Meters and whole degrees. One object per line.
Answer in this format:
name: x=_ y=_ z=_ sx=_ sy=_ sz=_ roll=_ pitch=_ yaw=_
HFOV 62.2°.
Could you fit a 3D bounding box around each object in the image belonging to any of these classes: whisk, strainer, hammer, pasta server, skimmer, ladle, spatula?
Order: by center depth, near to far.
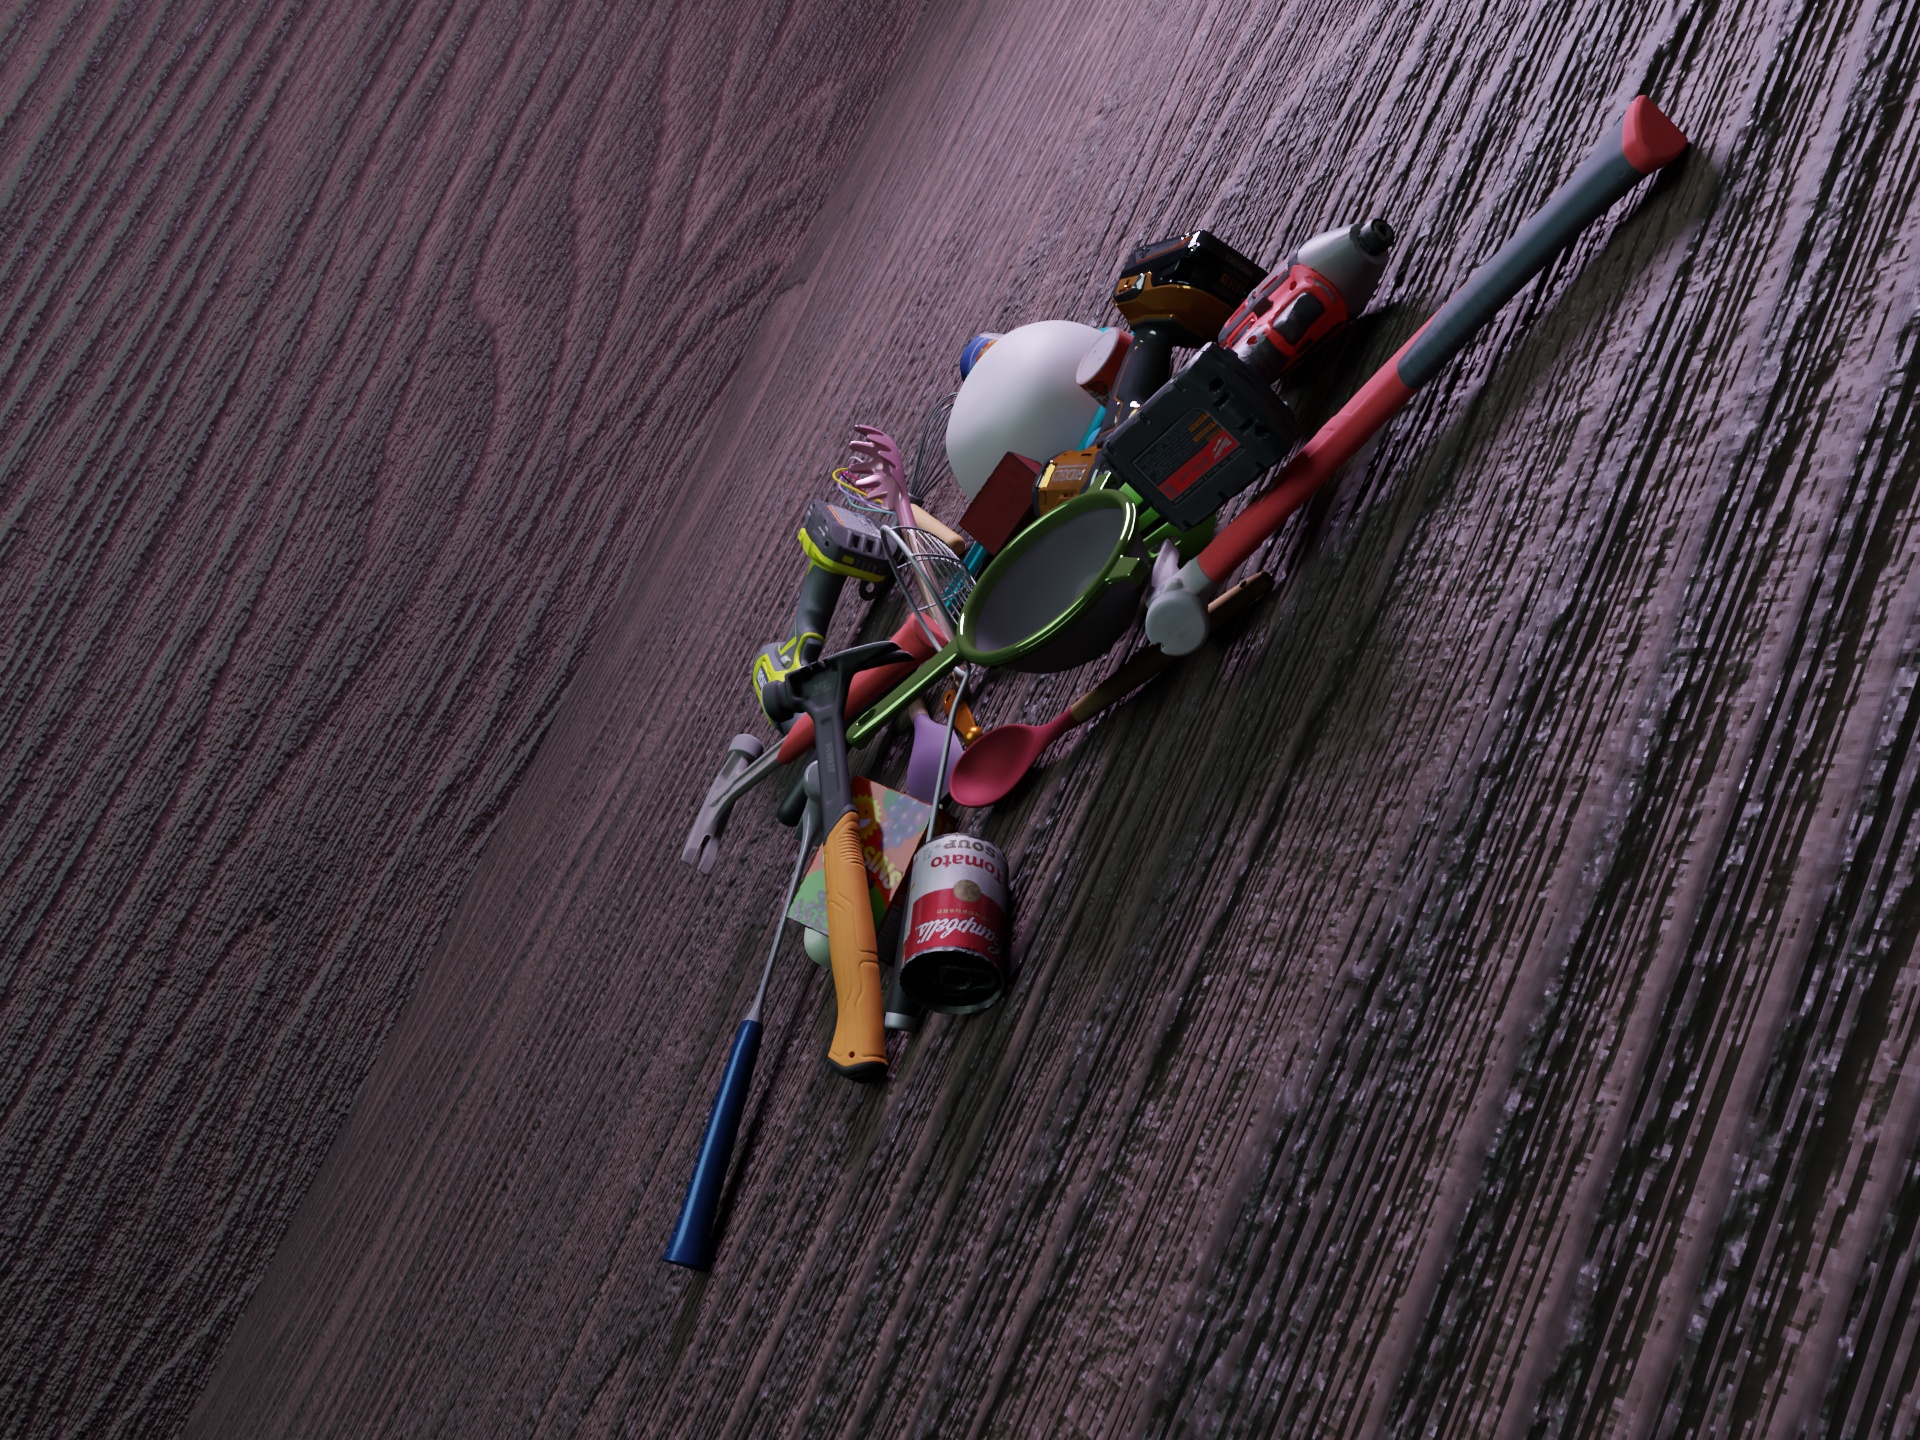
hammer: x=0.250 y=-0.197 z=0.926 sx=0.386 sy=0.038 sz=0.143 roll=-46 pitch=10 yaw=25
strainer: x=0.035 y=-0.046 z=1.073 sx=0.256 sy=0.069 sz=0.152 roll=-39 pitch=26 yaw=18
ladle: x=0.096 y=-0.018 z=1.082 sx=0.315 sy=0.031 sz=0.069 roll=-37 pitch=36 yaw=42
skimmer: x=-0.044 y=0.037 z=1.151 sx=0.127 sy=0.090 sz=0.363 roll=93 pitch=-174 yaw=-76
hammer: x=-0.080 y=0.100 z=1.183 sx=0.127 sy=0.034 sz=0.337 roll=-20 pitch=60 yaw=21
hammer: x=-0.165 y=0.238 z=1.297 sx=0.144 sy=0.035 sz=0.406 roll=110 pitch=175 yaw=-67
hammer: x=-0.129 y=0.011 z=1.373 sx=0.359 sy=0.036 sz=0.149 roll=-35 pitch=29 yaw=45
spatula: x=-0.039 y=-0.008 z=1.384 sx=0.060 sy=0.018 sz=0.316 roll=-44 pitch=25 yaw=12
pasta server: x=-0.045 y=-0.146 z=1.409 sx=0.060 sy=0.040 sz=0.317 roll=111 pitch=149 yaw=-47
strainer: x=0.019 y=-0.225 z=1.423 sx=0.340 sy=0.095 sz=0.211 roll=-59 pitch=21 yaw=0
whisk: x=-0.064 y=-0.212 z=1.591 sx=0.051 sy=0.047 sz=0.245 roll=-59 pitch=39 yaw=9
whisk: x=-0.045 y=-0.230 z=1.650 sx=0.239 sy=0.055 sz=0.055 roll=-62 pitch=21 yaw=11

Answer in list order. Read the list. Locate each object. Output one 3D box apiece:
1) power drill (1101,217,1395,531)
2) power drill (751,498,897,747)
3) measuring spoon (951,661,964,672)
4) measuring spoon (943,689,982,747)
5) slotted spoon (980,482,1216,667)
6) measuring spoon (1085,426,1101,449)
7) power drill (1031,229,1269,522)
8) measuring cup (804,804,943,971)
power drill: x=0.191 y=-0.228 z=1.001 sx=0.220 sy=0.078 sz=0.143 roll=-52 pitch=8 yaw=-36
power drill: x=-0.143 y=-0.093 z=1.614 sx=0.228 sy=0.080 sz=0.191 roll=-68 pitch=22 yaw=16
measuring spoon: x=0.026 y=-0.086 z=1.308 sx=0.124 sy=0.018 sz=0.034 roll=-46 pitch=26 yaw=7
measuring spoon: x=-0.002 y=-0.004 z=1.305 sx=0.021 sy=0.011 sz=0.117 roll=-57 pitch=21 yaw=10
slotted spoon: x=0.085 y=-0.098 z=1.182 sx=0.031 sy=0.070 sz=0.313 roll=-42 pitch=3 yaw=-32
measuring spoon: x=0.100 y=-0.190 z=1.293 sx=0.042 sy=0.021 sz=0.129 roll=-20 pitch=44 yaw=60
power drill: x=0.149 y=-0.243 z=1.181 sx=0.185 sy=0.084 sz=0.226 roll=17 pitch=82 yaw=65
measuring cup: x=-0.071 y=0.126 z=1.257 sx=0.167 sy=0.038 sz=0.083 roll=-56 pitch=21 yaw=17
